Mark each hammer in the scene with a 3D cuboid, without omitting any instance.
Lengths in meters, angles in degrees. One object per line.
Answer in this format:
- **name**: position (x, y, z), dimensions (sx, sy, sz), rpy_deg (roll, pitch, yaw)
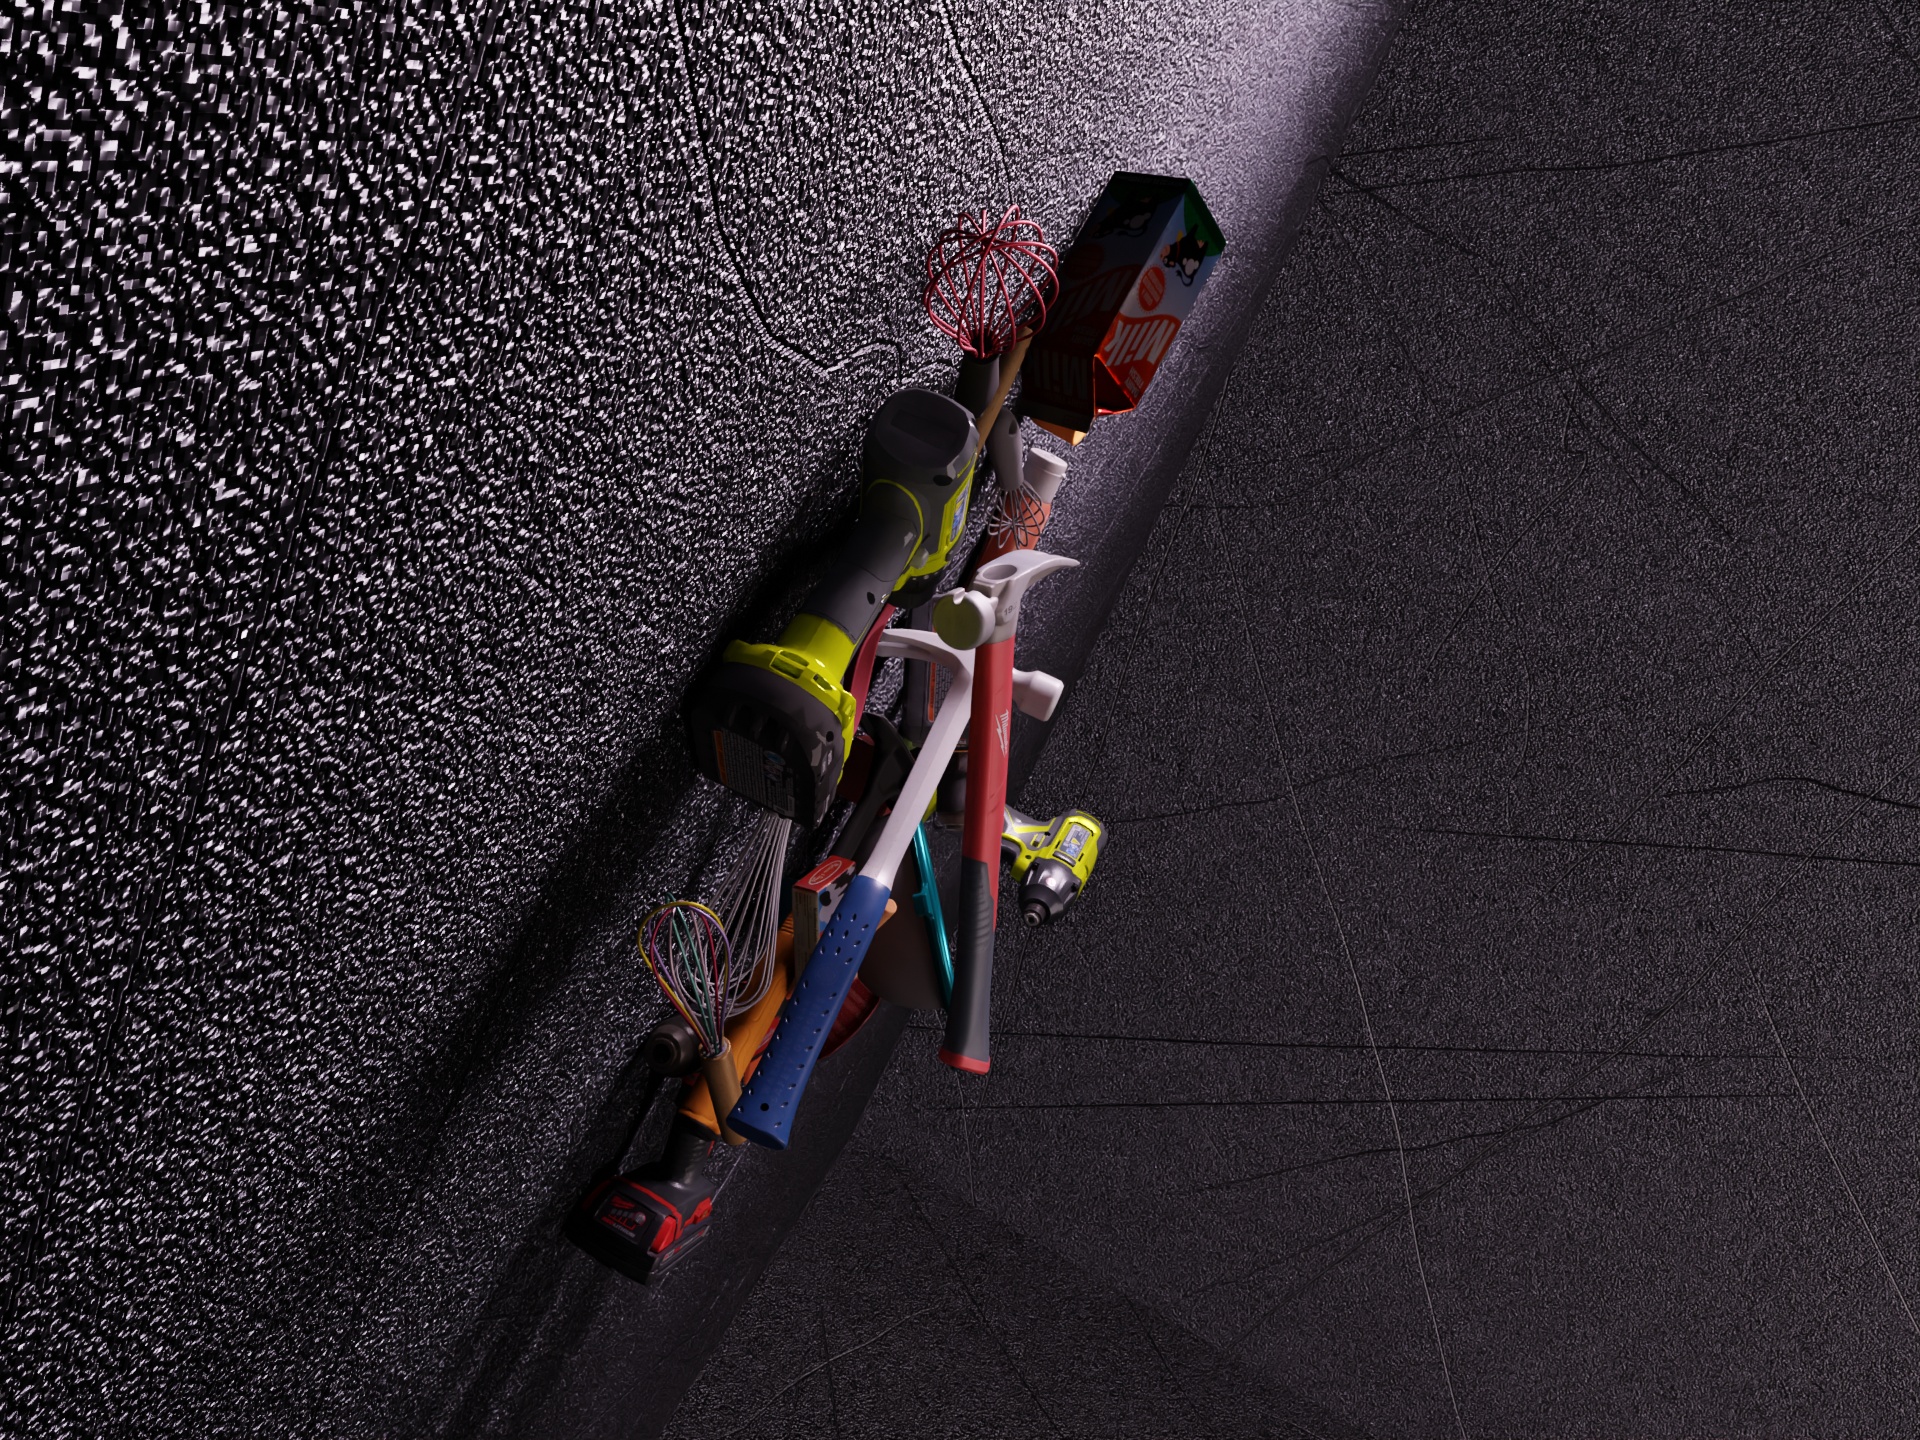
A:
- **hammer**: position (-0.062, 0.103, 1.115), dimensions (0.035, 0.144, 0.406), rpy_deg (109, 6, -60)
- **hammer**: position (-0.121, 0.152, 1.186), dimensions (0.337, 0.034, 0.127), rpy_deg (-63, 151, -26)
- **hammer**: position (0.023, 0.074, 1.104), dimensions (0.143, 0.038, 0.386), rpy_deg (-35, 135, -53)

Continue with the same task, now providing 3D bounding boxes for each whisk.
- **whisk**: position (0.014, -0.224, 0.925), dimensions (0.073, 0.073, 0.296), rpy_deg (-61, 179, -4)
- **whisk**: position (-0.169, 0.201, 1.041), dimensions (0.047, 0.051, 0.244), rpy_deg (-32, 138, -28)
- **whisk**: position (-0.129, 0.083, 1.075), dimensions (0.070, 0.070, 0.284), rpy_deg (-42, 155, -70)
- **whisk**: position (0.037, -0.192, 1.266), dimensions (0.055, 0.055, 0.238), rpy_deg (-61, 169, -10)

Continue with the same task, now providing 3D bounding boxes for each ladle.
- **ladle**: position (-0.023, -0.134, 1.119), dimensions (0.315, 0.031, 0.069), rpy_deg (-64, 175, 1)

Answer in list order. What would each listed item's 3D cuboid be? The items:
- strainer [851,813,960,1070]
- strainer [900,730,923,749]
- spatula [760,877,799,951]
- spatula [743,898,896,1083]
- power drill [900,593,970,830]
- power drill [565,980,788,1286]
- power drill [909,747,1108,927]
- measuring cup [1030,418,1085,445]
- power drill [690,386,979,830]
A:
- **strainer**: position (-0.058, 0.219, 1.480), dimensions (0.211, 0.095, 0.340), rpy_deg (-103, -177, -51)
- **strainer**: position (0.023, -0.047, 1.602), dimensions (0.256, 0.069, 0.151), rpy_deg (-49, 165, -55)
- **spatula**: position (-0.132, 0.157, 1.376), dimensions (0.317, 0.044, 0.082), rpy_deg (-11, 111, -83)
- **spatula**: position (-0.121, 0.217, 1.321), dimensions (0.322, 0.041, 0.081), rpy_deg (-44, -166, 50)
- **power drill**: position (-0.002, -0.004, 1.342), dimensions (0.226, 0.084, 0.185), rpy_deg (70, 23, -82)
- **power drill**: position (-0.219, 0.311, 1.223), dimensions (0.226, 0.080, 0.188), rpy_deg (-66, 166, 5)
- **power drill**: position (0.024, 0.113, 1.592), dimensions (0.171, 0.223, 0.080), rpy_deg (-51, 167, -56)
- **measuring cup**: position (0.108, -0.304, 1.303), dimensions (0.174, 0.052, 0.095), rpy_deg (-60, 173, -29)
- **power drill**: position (-0.063, -0.057, 0.923), dimensions (0.229, 0.080, 0.190), rpy_deg (-62, 174, -23)
